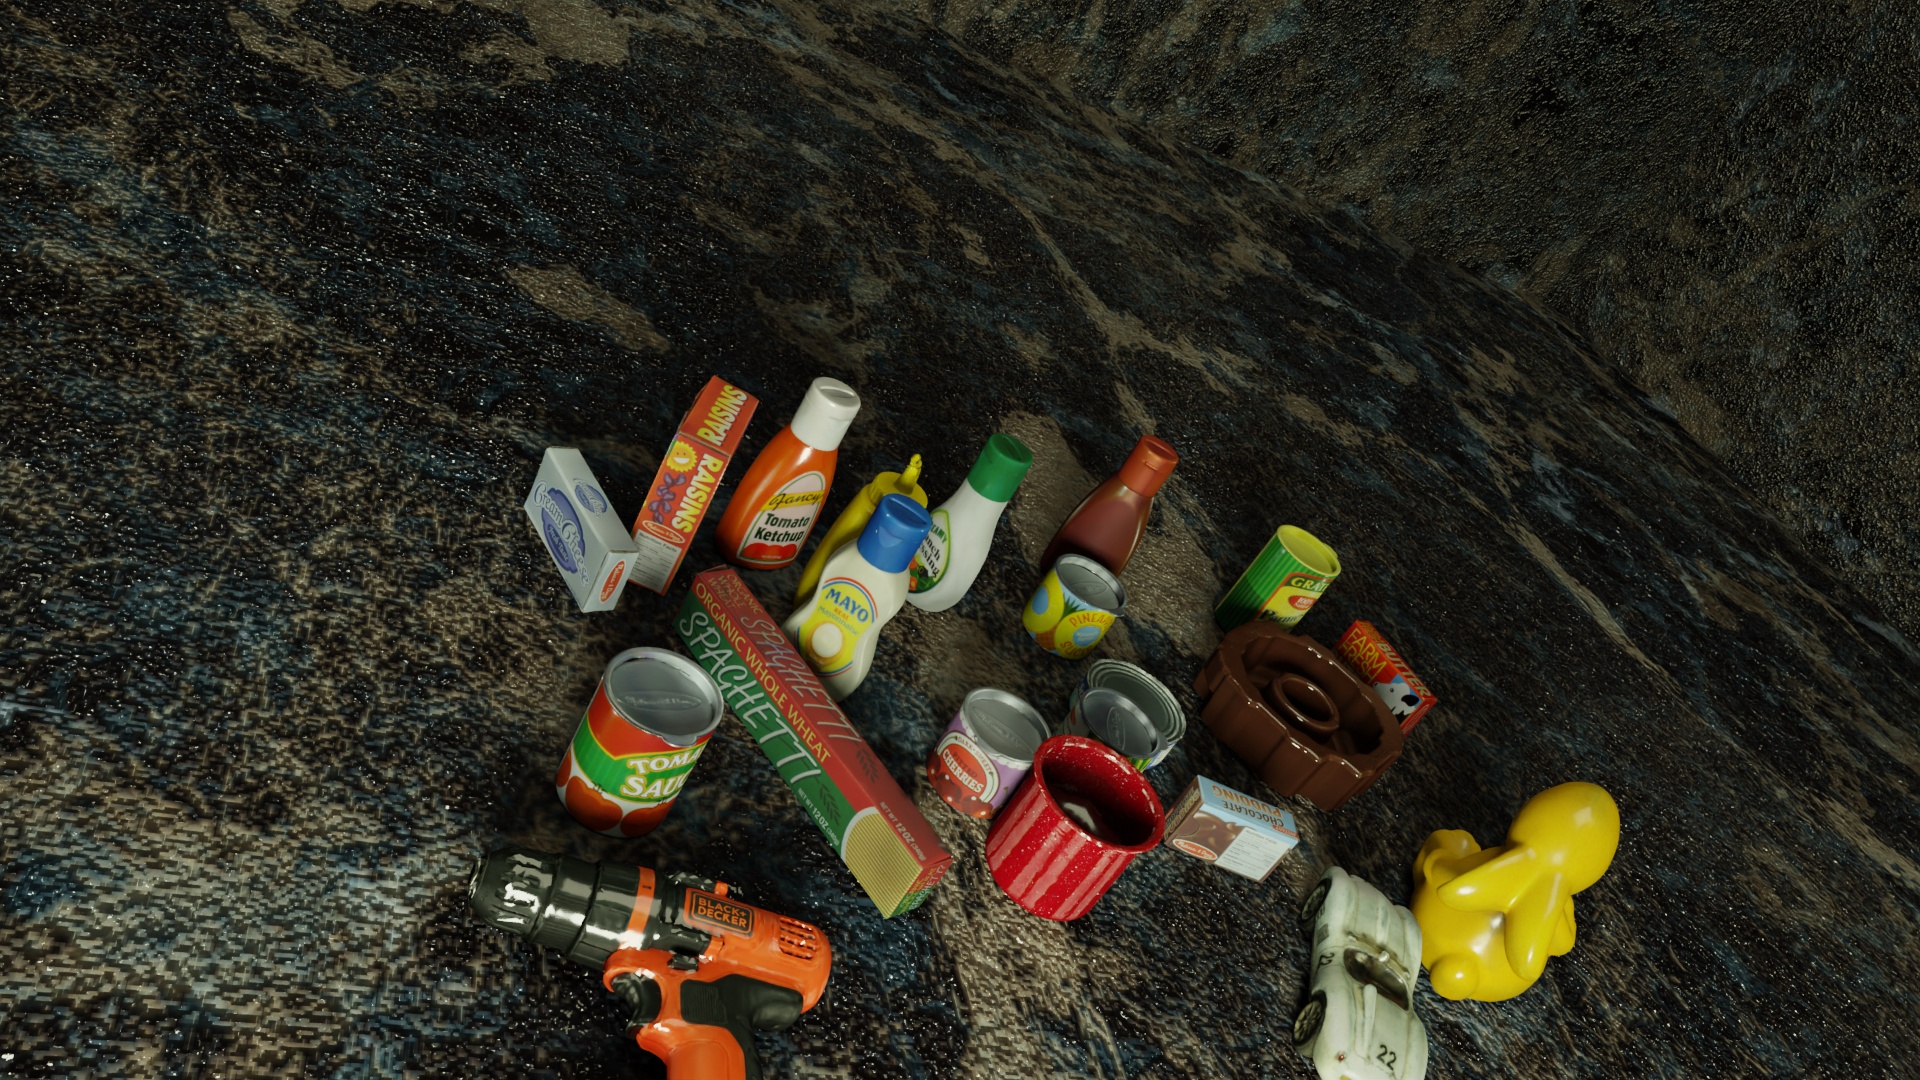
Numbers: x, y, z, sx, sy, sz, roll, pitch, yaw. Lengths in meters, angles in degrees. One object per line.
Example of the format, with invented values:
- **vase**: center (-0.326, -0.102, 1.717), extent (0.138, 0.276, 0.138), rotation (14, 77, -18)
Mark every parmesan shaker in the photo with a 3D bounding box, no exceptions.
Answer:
- **parmesan shaker**: center (0.287, 0.046, 1.256), extent (0.071, 0.102, 0.072), rotation (23, 31, -15)

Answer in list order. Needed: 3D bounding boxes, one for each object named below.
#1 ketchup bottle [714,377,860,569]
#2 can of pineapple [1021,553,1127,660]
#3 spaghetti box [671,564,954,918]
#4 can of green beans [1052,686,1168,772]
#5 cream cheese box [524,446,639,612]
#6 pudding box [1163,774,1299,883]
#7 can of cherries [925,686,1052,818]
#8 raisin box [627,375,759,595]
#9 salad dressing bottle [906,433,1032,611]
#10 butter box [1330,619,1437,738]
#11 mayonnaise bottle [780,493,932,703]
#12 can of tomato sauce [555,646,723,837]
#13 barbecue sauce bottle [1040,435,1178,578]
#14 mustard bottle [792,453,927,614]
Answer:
- **ketchup bottle**: center (-0.118, -0.046, 0.974), extent (0.065, 0.148, 0.044), rotation (4, 40, -40)
- **can of pineapple**: center (0.091, 0.054, 1.107), extent (0.071, 0.057, 0.071), rotation (23, 31, -15)
- **spaghetti box**: center (-0.097, 0.117, 0.849), extent (0.029, 0.050, 0.251), rotation (-8, 48, -48)
- **can of green beans**: center (0.098, 0.147, 0.976), extent (0.071, 0.057, 0.071), rotation (23, 31, -15)
- **cream cheese box**: center (-0.246, -0.008, 0.895), extent (0.024, 0.053, 0.104), rotation (-1, 43, -44)
- **pudding box**: center (0.191, 0.205, 0.983), extent (0.084, 0.049, 0.030), rotation (23, 31, -14)
- **can of cherries**: center (0.017, 0.140, 0.911), extent (0.071, 0.058, 0.072), rotation (23, 31, -15)
- **raisin box**: center (-0.182, -0.037, 0.926), extent (0.040, 0.122, 0.086), rotation (27, 30, -9)
- **salad dressing bottle**: center (0.004, -0.013, 1.037), extent (0.044, 0.147, 0.064), rotation (9, 37, -35)
- **butter box**: center (0.384, 0.126, 1.274), extent (0.024, 0.053, 0.104), rotation (5, 39, -39)
- **mayonnaise bottle**: center (-0.067, 0.036, 0.899), extent (0.065, 0.147, 0.041), rotation (34, 29, 4)
- **can of tomato sauce**: center (-0.174, 0.111, 0.753), extent (0.071, 0.082, 0.071), rotation (23, 31, -15)
- **barbecue sauce bottle**: center (0.128, -0.020, 1.162), extent (0.065, 0.147, 0.044), rotation (31, 29, -2)
- **mustard bottle**: center (-0.059, 0.003, 0.943), extent (0.065, 0.159, 0.049), rotation (27, 30, -8)
